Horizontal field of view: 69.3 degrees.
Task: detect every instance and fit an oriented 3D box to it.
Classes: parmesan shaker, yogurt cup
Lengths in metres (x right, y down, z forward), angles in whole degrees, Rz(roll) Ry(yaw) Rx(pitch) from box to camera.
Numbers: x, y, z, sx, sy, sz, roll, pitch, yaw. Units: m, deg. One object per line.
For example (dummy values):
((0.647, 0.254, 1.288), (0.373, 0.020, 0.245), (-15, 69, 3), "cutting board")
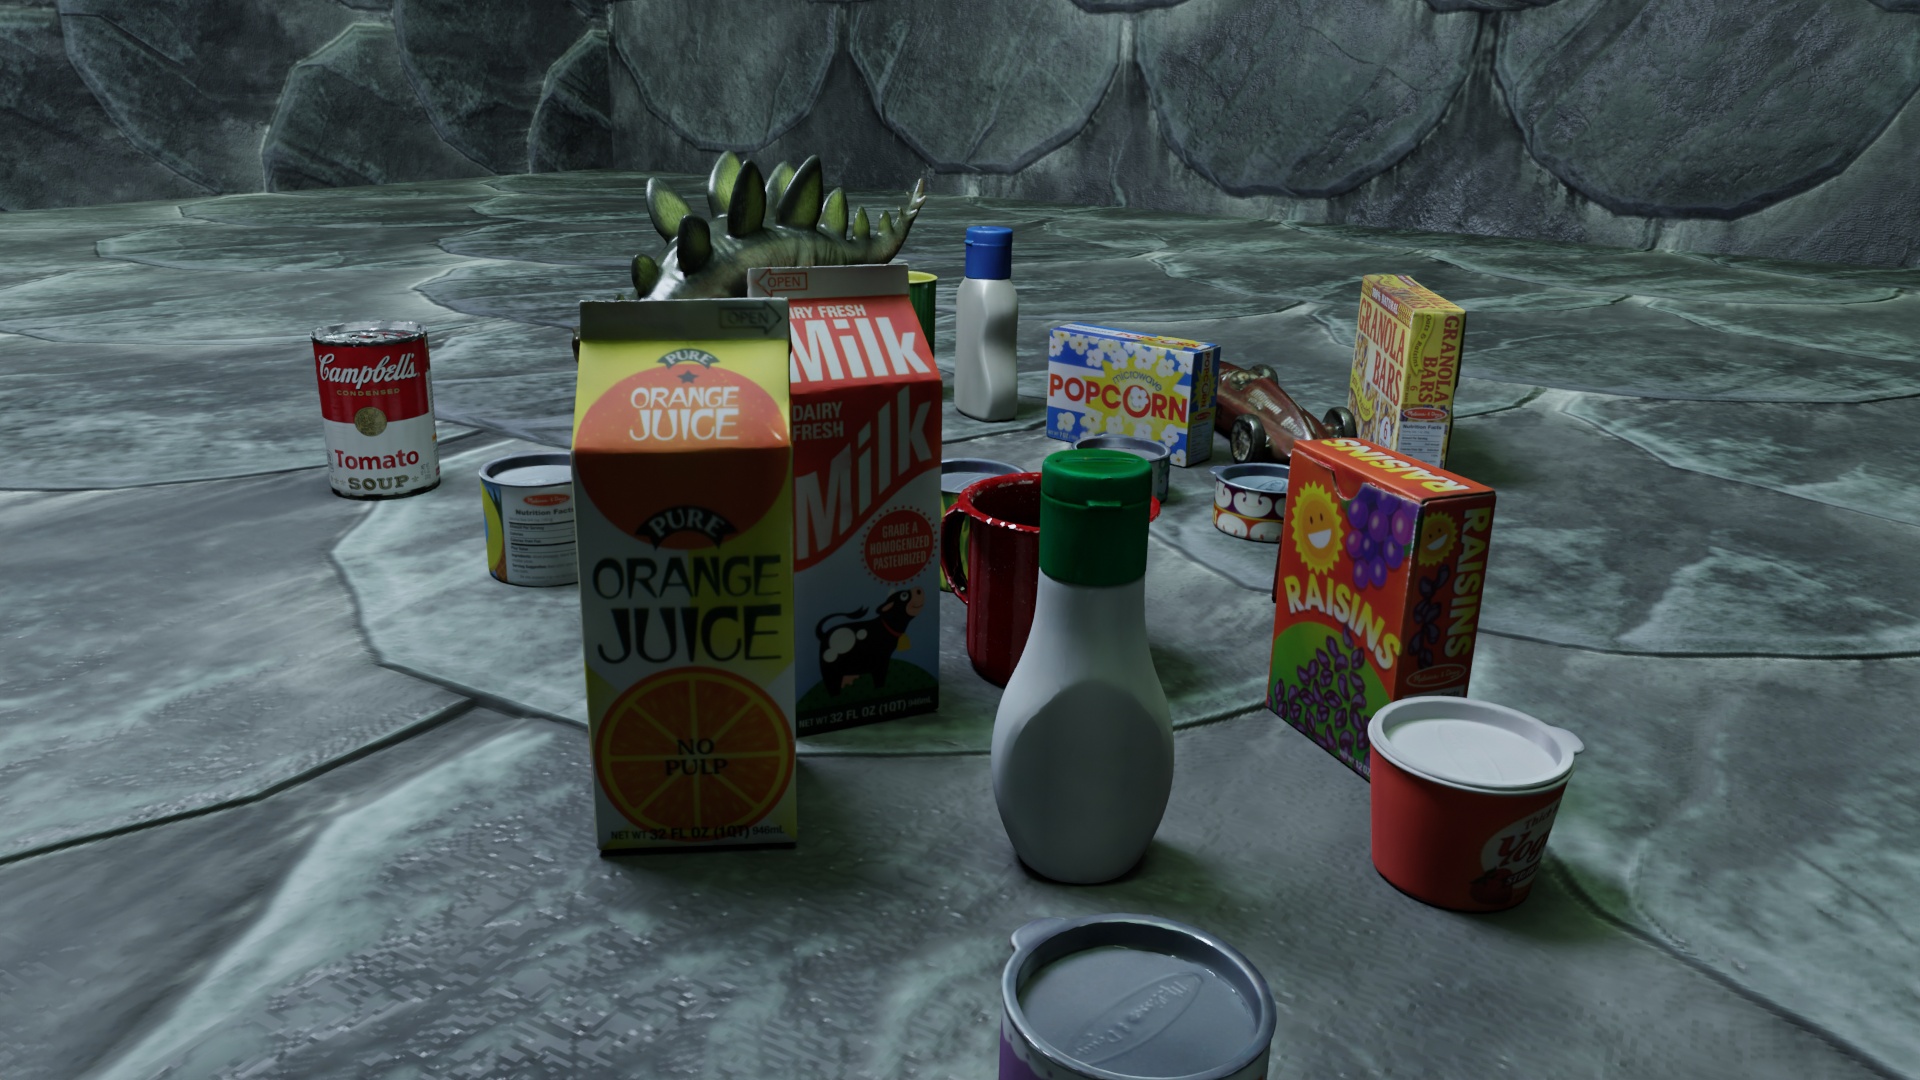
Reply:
((-0.055, -0.168, 1.150), (0.071, 0.102, 0.071), (1, 19, 0), "parmesan shaker")
((0.176, 0.093, 0.488), (0.072, 0.053, 0.072), (1, 19, 0), "yogurt cup")

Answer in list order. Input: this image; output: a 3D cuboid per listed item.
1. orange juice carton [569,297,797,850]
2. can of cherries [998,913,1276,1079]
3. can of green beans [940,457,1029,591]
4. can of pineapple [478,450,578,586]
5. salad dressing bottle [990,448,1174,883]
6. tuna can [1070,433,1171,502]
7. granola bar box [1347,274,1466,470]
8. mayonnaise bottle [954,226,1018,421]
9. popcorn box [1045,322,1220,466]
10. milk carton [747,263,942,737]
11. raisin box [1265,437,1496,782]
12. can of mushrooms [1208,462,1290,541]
((-0.095, 0.009, 0.497), (0.072, 0.192, 0.073), (-1, 19, -7), "orange juice carton")
((0.041, 0.135, 0.347), (0.071, 0.058, 0.072), (1, 19, 0), "can of cherries")
((0.005, -0.009, 0.764), (0.071, 0.057, 0.071), (1, 19, 0), "can of green beans")
((-0.225, -0.013, 0.757), (0.071, 0.057, 0.071), (1, 19, 0), "can of pineapple")
((0.044, 0.043, 0.478), (0.064, 0.147, 0.044), (0, 19, -3), "salad dressing bottle")
((0.105, -0.047, 0.919), (0.071, 0.032, 0.071), (1, 19, 0), "tuna can")
((0.321, -0.120, 1.009), (0.039, 0.123, 0.166), (3, 19, 3), "granola bar box")
((0.021, -0.172, 1.100), (0.041, 0.147, 0.065), (-8, 21, -26), "mayonnaise bottle")
((0.124, -0.109, 1.022), (0.127, 0.085, 0.038), (16, 23, 36), "popcorn box")
((-0.054, -0.021, 0.592), (0.072, 0.189, 0.073), (-7, 20, -24), "milk carton")
((0.169, 0.027, 0.572), (0.040, 0.123, 0.086), (-6, 20, -20), "raisin box")
((0.188, -0.025, 0.861), (0.071, 0.033, 0.071), (1, 19, 0), "can of mushrooms")
